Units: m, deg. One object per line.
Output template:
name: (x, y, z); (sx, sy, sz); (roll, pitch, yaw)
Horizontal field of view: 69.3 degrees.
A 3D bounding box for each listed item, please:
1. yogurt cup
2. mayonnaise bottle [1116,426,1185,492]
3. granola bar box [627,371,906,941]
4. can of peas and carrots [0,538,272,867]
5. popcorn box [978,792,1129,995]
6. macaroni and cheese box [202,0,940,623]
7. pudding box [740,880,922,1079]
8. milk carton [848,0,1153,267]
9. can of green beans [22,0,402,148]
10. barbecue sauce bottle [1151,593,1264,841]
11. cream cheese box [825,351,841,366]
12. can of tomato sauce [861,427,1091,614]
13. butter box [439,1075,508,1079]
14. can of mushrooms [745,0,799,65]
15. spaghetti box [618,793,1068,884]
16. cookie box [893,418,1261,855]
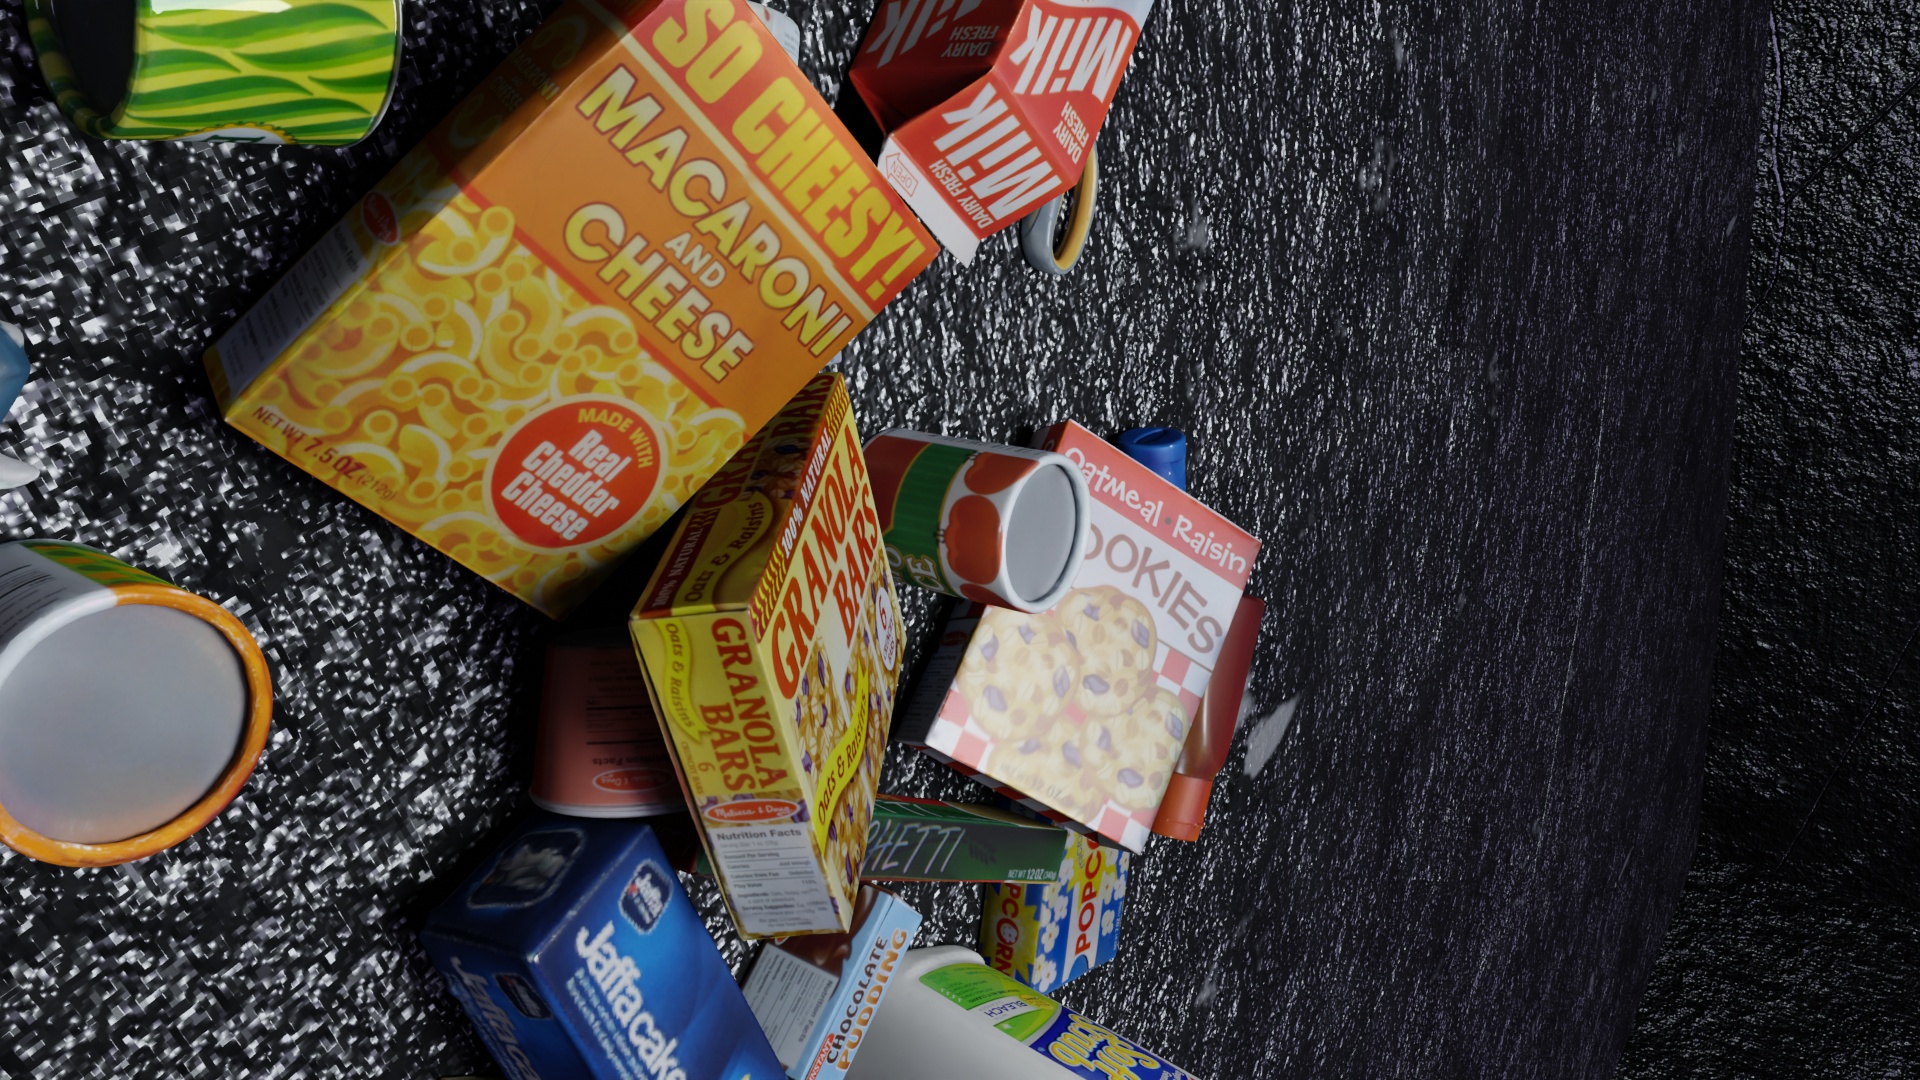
yogurt cup: (-0.109, 0.058, 0.463); (0.072, 0.072, 0.054); (-5, 96, -52)
mayonnaise bottle: (0.104, 0.014, 0.751); (0.065, 0.041, 0.147); (-28, 122, -46)
granola bar box: (-0.058, 0.032, 0.477); (0.166, 0.039, 0.123); (-81, 162, -60)
can of peas and carrots: (-0.207, 0.038, 0.330); (0.071, 0.059, 0.070); (-20, 115, -49)
popcorn box: (0.054, 0.164, 0.729); (0.085, 0.038, 0.126); (-2, 101, -54)
macaroni and cheese box: (-0.103, -0.069, 0.397); (0.166, 0.040, 0.123); (-44, 139, 1)
pudding box: (-0.058, 0.180, 0.575); (0.084, 0.049, 0.030); (-63, 143, -20)
milk carton: (0.021, -0.207, 0.552); (0.072, 0.073, 0.191); (39, 69, -51)
can of green beans: (-0.174, -0.126, 0.322); (0.058, 0.071, 0.071); (-17, 113, -49)
barbecue sauce bottle: (0.141, 0.101, 0.823); (0.065, 0.044, 0.148); (16, 87, -57)
cream cheese box: (-0.086, -0.081, 0.487); (0.104, 0.024, 0.053); (-22, 115, -49)
can of tomato sauce: (0.002, -0.007, 0.574); (0.071, 0.083, 0.071); (-19, 114, -50)
butter box: (-0.144, 0.218, 0.492); (0.103, 0.024, 0.053); (29, 76, -53)
can of mushrooms: (-0.086, -0.149, 0.434); (0.071, 0.071, 0.033); (-5, 104, -53)
spaghetti box: (-0.038, 0.124, 0.586); (0.250, 0.050, 0.028); (20, 81, -53)
cookie box: (0.059, 0.045, 0.657); (0.123, 0.040, 0.168); (31, 72, -20)
